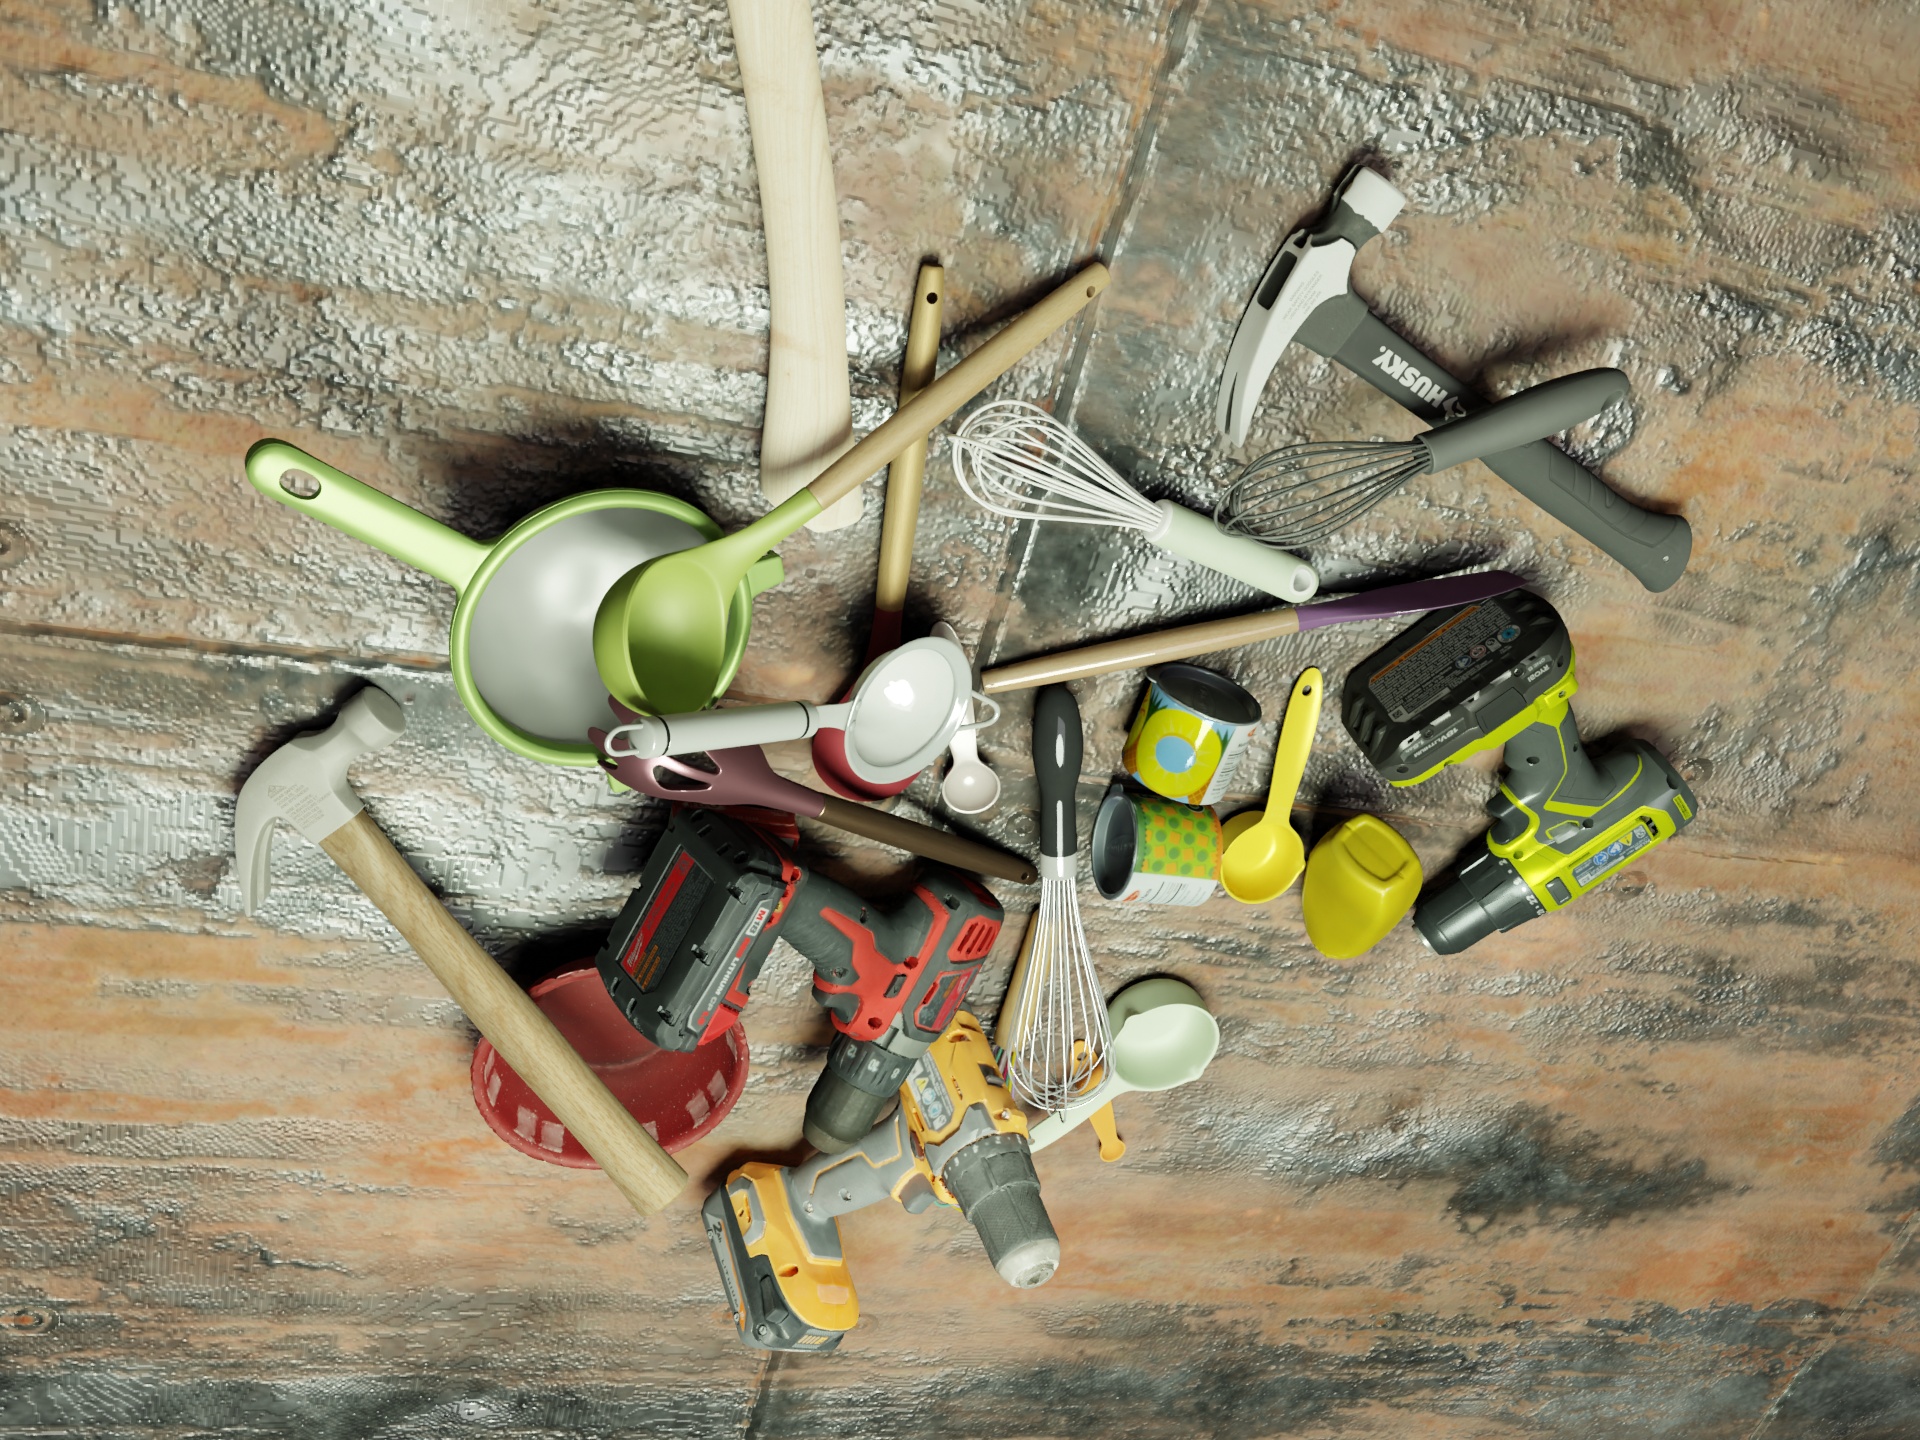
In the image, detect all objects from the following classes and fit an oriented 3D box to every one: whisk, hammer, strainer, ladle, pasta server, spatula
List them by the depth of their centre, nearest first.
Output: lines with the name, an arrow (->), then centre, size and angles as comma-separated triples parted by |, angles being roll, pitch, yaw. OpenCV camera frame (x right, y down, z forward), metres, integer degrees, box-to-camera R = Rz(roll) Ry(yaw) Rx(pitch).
hammer -> -0.070, -0.278, 0.713 | 0.146, 0.038, 0.410 | -10, 123, -9
strainer -> -0.221, -0.075, 0.762 | 0.256, 0.069, 0.151 | 29, 102, -40
ladle -> -0.044, -0.117, 0.764 | 0.320, 0.062, 0.078 | -39, 137, -8
strainer -> -0.075, -0.003, 0.792 | 0.258, 0.050, 0.087 | -8, 122, -52
whisk -> 0.242, -0.142, 0.829 | 0.239, 0.055, 0.055 | -20, 124, -8
ladle -> -0.034, -0.085, 0.848 | 0.069, 0.031, 0.315 | 1, 119, -14
whisk -> 0.099, -0.110, 0.854 | 0.246, 0.059, 0.058 | 18, 95, -29
hammer -> -0.265, 0.146, 0.871 | 0.130, 0.031, 0.331 | -34, 104, 9
hammer -> 0.289, -0.153, 0.880 | 0.334, 0.035, 0.146 | 26, 111, -27
pasta server -> -0.064, 0.049, 0.881 | 0.316, 0.040, 0.060 | 22, 106, -44
spatula -> 0.167, -0.052, 0.908 | 0.316, 0.060, 0.018 | -11, 106, -1
whisk -> 0.059, 0.114, 0.956 | 0.070, 0.070, 0.284 | -5, 110, -11
whisk -> 0.023, 0.228, 1.048 | 0.051, 0.047, 0.245 | 2, 117, -29

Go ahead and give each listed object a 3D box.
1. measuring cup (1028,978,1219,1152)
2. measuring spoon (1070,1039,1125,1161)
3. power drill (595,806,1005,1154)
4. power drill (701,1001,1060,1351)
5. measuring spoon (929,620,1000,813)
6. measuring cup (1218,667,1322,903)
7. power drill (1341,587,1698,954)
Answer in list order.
measuring cup -> 0.097, 0.235, 1.071 | 0.167, 0.038, 0.083 | -39, 122, 13
measuring spoon -> 0.094, 0.263, 1.105 | 0.021, 0.011, 0.116 | -22, 120, -7
power drill -> -0.091, 0.155, 0.907 | 0.226, 0.080, 0.188 | 24, 98, -45
power drill -> -0.046, 0.309, 0.995 | 0.226, 0.186, 0.084 | -43, 140, 17
measuring spoon -> -0.001, -0.003, 0.916 | 0.034, 0.018, 0.124 | -10, 116, 0
measuring cup -> 0.194, 0.038, 0.986 | 0.062, 0.029, 0.156 | 6, 108, -20
power drill -> 0.333, 0.042, 0.988 | 0.190, 0.080, 0.228 | -37, 125, 11
